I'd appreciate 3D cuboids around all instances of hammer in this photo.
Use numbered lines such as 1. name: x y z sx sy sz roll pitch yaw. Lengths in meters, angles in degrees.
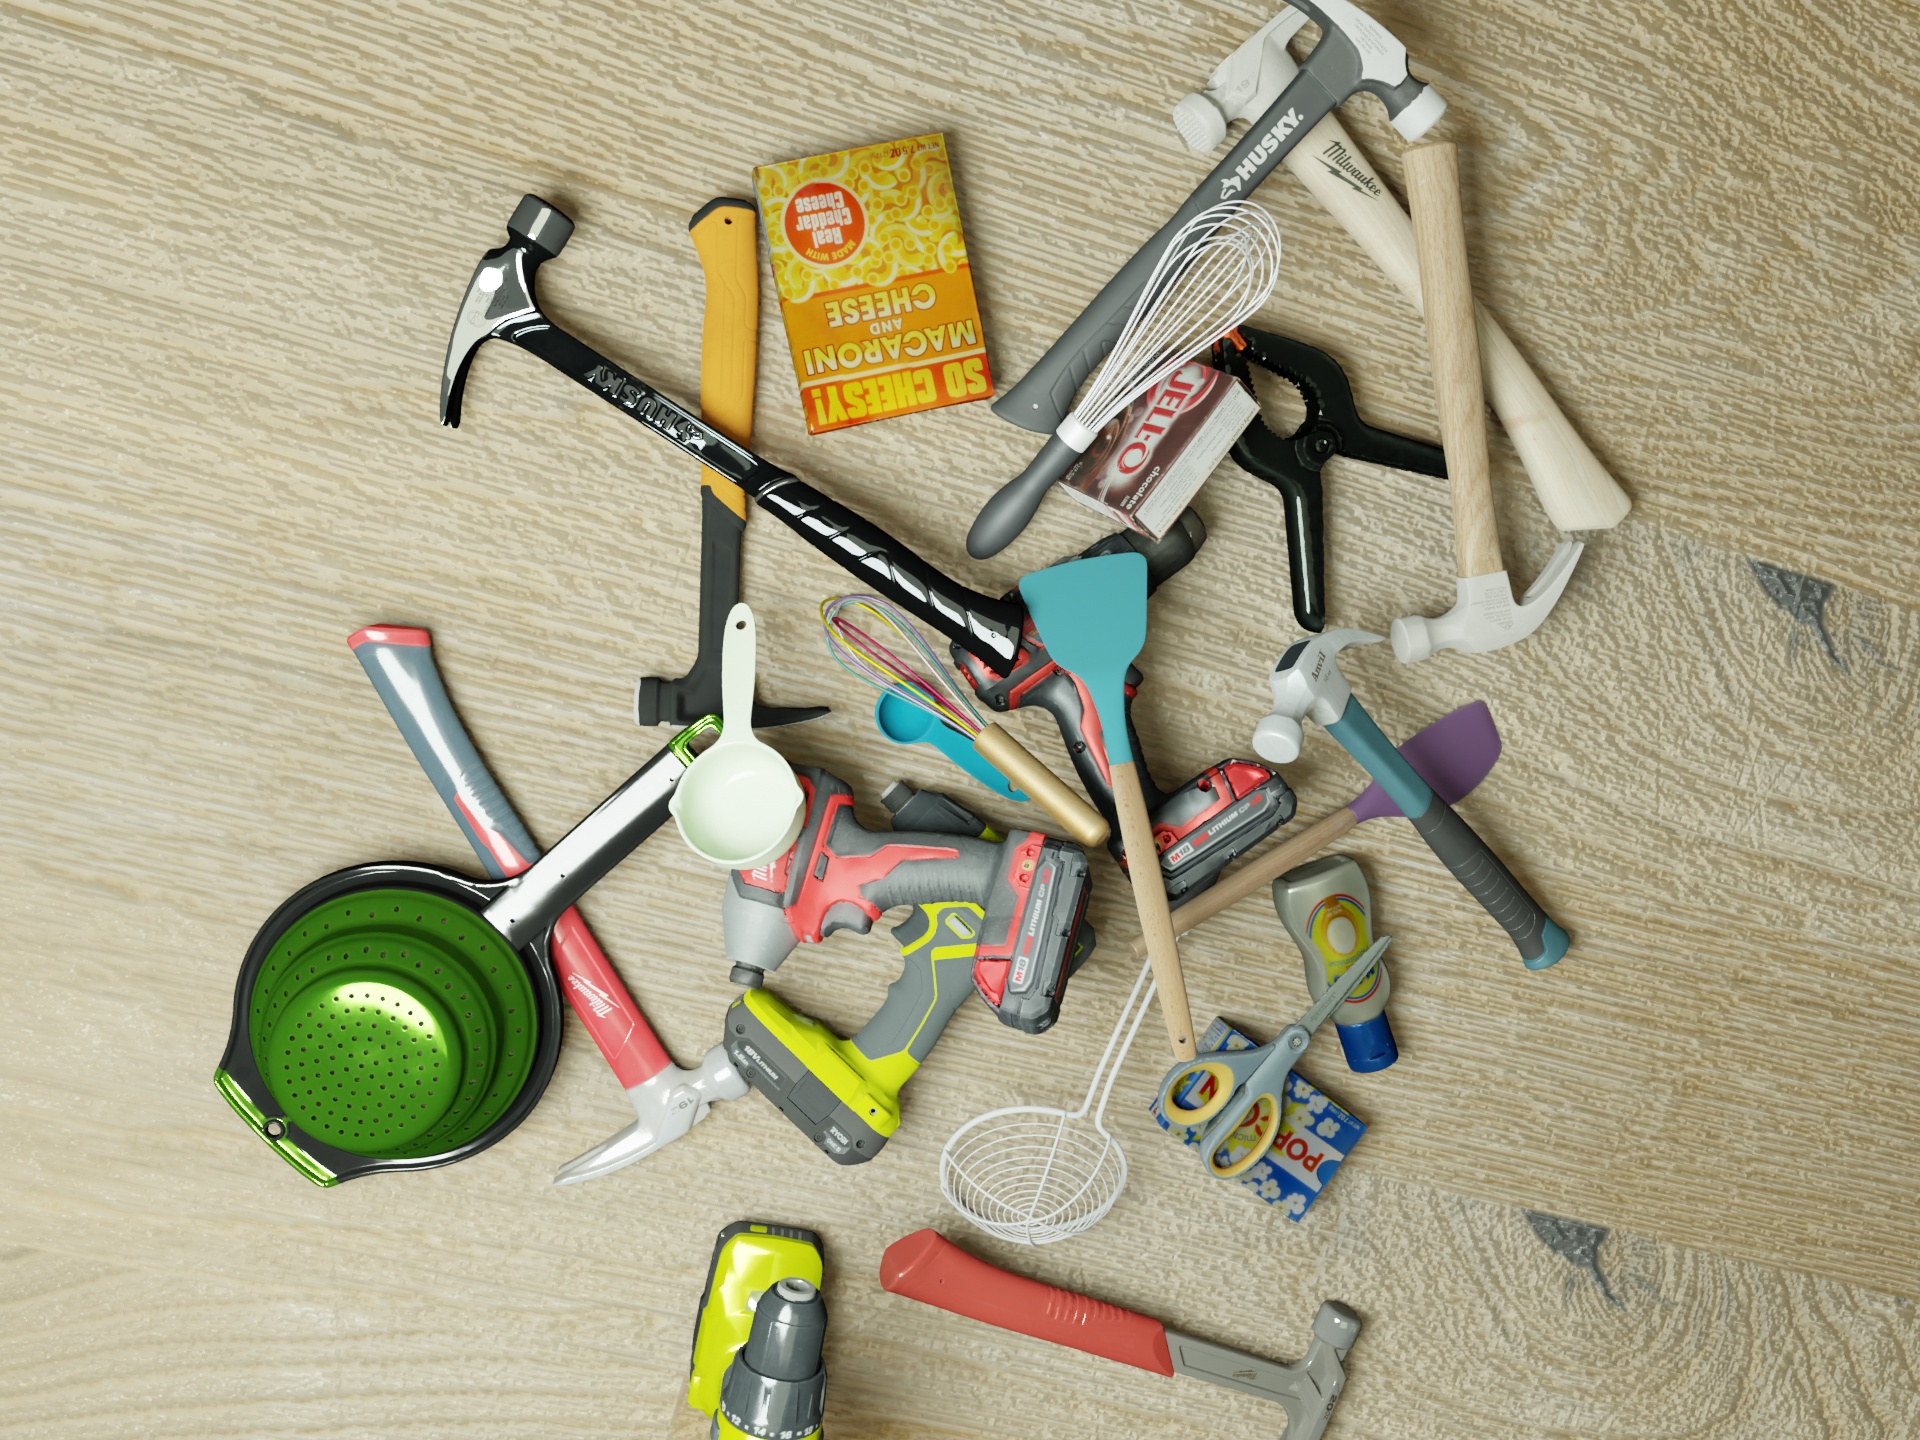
1. hammer: -0.143 -0.161 1.022 0.127 0.034 0.337 1 96 -7
2. hammer: 0.326 -0.297 1.071 0.146 0.038 0.410 -43 100 -3
3. hammer: 0.141 -0.316 1.015 0.146 0.035 0.334 41 100 -11
4. hammer: -0.134 -0.150 0.986 0.409 0.036 0.149 33 95 -3
5. hammer: 0.313 0.064 1.064 0.330 0.033 0.128 44 54 -25
6. hammer: 0.105 0.430 1.091 0.358 0.037 0.149 23 93 -19
7. hammer: -0.293 0.115 1.030 0.143 0.038 0.386 -30 99 -2
8. hammer: 0.332 -0.210 1.047 0.130 0.031 0.331 -11 100 -5

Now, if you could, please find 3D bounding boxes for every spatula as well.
1. spatula: 0.107 0.052 0.985 0.082 0.044 0.317 -12 86 2
2. spatula: 0.246 0.080 1.084 0.316 0.018 0.059 -28 102 -16

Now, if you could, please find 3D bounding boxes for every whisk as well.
1. whisk: -0.003 -0.002 1.003 0.245 0.047 0.051 41 95 21
2. whisk: 0.094 -0.206 1.000 0.070 0.070 0.284 38 115 -10

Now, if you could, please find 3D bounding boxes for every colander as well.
1. colander: -0.290 0.140 0.966 0.397 0.094 0.204 -42 99 1

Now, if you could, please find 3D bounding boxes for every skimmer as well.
1. skimmer: 0.108 0.192 1.097 0.127 0.090 0.363 29 81 -16

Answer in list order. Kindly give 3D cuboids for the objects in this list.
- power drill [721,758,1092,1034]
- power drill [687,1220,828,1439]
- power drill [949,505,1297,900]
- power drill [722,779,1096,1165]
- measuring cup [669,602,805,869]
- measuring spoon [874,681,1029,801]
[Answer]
1. power drill: -0.038 0.116 0.980 0.220 0.078 0.143 14 76 11
2. power drill: -0.122 0.404 0.986 0.080 0.228 0.190 11 95 -9
3. power drill: 0.126 -0.015 1.040 0.188 0.080 0.227 -35 85 -3
4. power drill: -0.045 0.164 1.050 0.171 0.080 0.223 44 85 -2
5. measuring cup: -0.132 0.011 0.975 0.083 0.038 0.168 -5 70 9
6. measuring spoon: -0.005 0.017 1.072 0.128 0.021 0.042 35 86 -19
